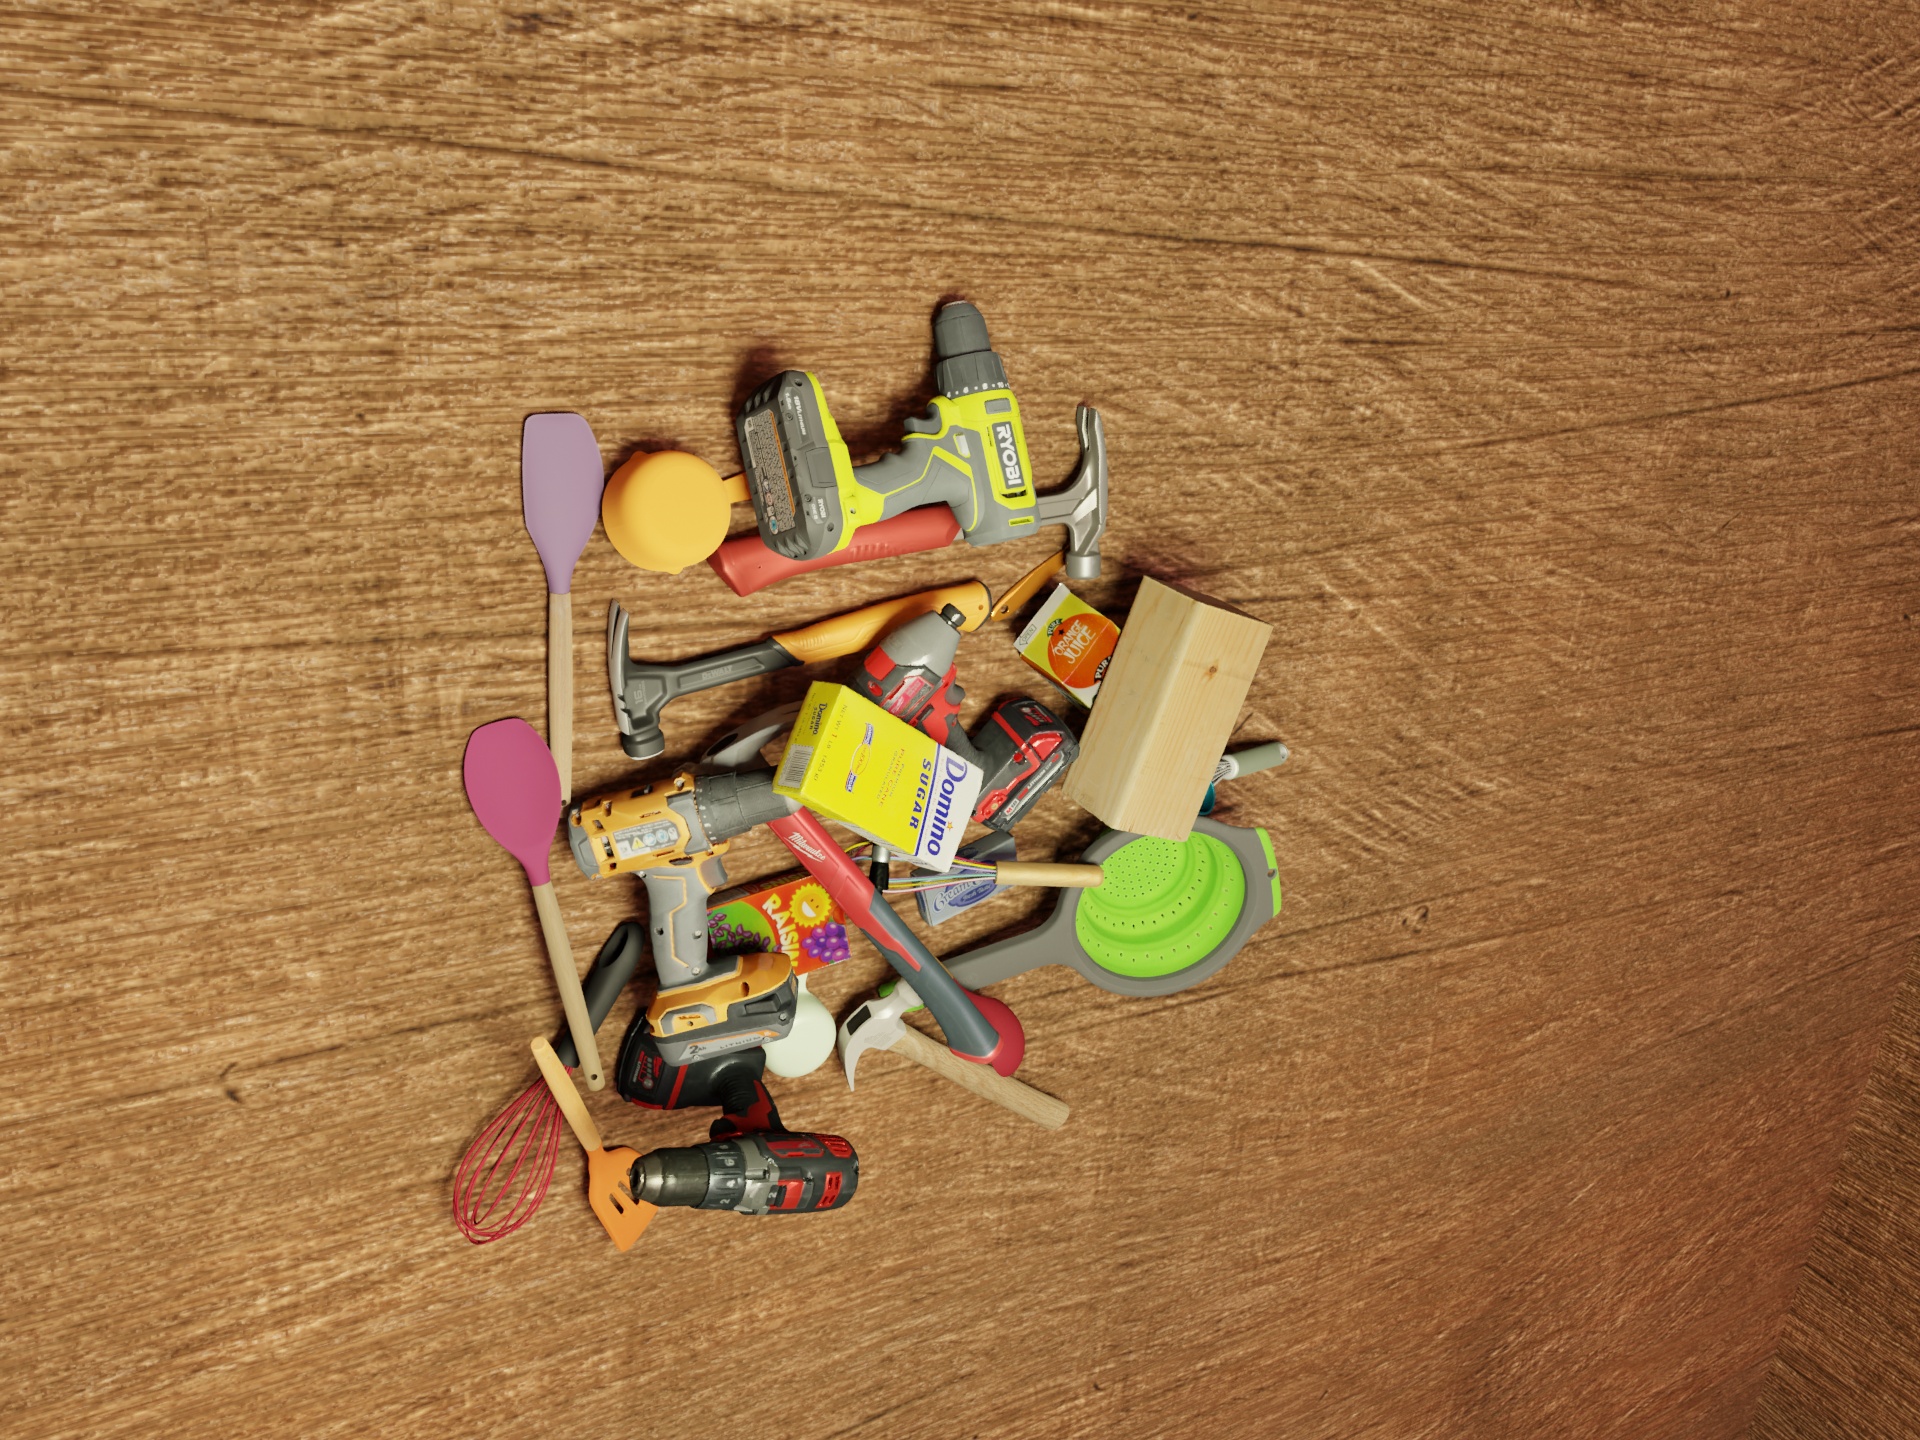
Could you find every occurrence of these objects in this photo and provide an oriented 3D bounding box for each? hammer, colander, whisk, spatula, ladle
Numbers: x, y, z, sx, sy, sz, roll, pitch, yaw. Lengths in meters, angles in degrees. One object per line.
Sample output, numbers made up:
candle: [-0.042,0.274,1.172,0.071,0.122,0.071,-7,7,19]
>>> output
hammer: [-0.123,-0.070,1.299,0.337,0.034,0.127,-16,120,-26]
colander: [0.106,0.185,1.539,0.397,0.095,0.204,-18,120,-4]
whisk: [0.255,0.047,1.551,0.246,0.059,0.058,-11,89,-51]
hammer: [-0.034,-0.166,1.307,0.359,0.037,0.149,-12,112,-27]
hammer: [0.002,0.343,1.551,0.130,0.031,0.331,-40,135,14]
whisk: [-0.335,0.299,1.316,0.073,0.073,0.296,28,89,-38]
spatula: [-0.299,-0.073,1.195,0.059,0.018,0.315,-6,113,-28]
hammer: [-0.068,0.150,1.341,0.143,0.038,0.386,-30,115,19]
whisk: [0.010,0.133,1.426,0.245,0.051,0.047,3,98,-11]
spatula: [-0.301,0.342,1.311,0.081,0.041,0.322,-56,158,-31]
ladle: [-0.028,0.219,1.430,0.031,0.069,0.315,-23,124,29]

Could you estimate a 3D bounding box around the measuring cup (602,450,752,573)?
measuring cup: [-0.180,-0.170,1.195,0.173,0.052,0.095,-23,103,-30]

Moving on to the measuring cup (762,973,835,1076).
measuring cup: [-0.139,0.245,1.427,0.083,0.038,0.167,2,111,-33]

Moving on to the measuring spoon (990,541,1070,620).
measuring spoon: [0.072,-0.126,1.412,0.117,0.011,0.021,-41,127,-11]

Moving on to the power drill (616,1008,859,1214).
power drill: [-0.208,0.325,1.299,0.187,0.227,0.080,10,105,-36]

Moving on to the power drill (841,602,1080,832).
power drill: [-0.002,-0.004,1.355,0.143,0.079,0.219,-48,134,6]

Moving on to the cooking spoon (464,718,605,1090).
cooking spoon: [-0.324,0.150,1.250,0.068,0.017,0.318,-16,108,-18]

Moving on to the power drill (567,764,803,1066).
power drill: [-0.191,0.146,1.266,0.185,0.084,0.226,-15,108,2]

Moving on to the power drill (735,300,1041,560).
power drill: [-0.050,-0.220,1.223,0.228,0.080,0.190,-14,94,-33]

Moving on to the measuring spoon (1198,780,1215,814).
measuring spoon: [0.207,0.024,1.447,0.042,0.021,0.129,8,72,-44]
